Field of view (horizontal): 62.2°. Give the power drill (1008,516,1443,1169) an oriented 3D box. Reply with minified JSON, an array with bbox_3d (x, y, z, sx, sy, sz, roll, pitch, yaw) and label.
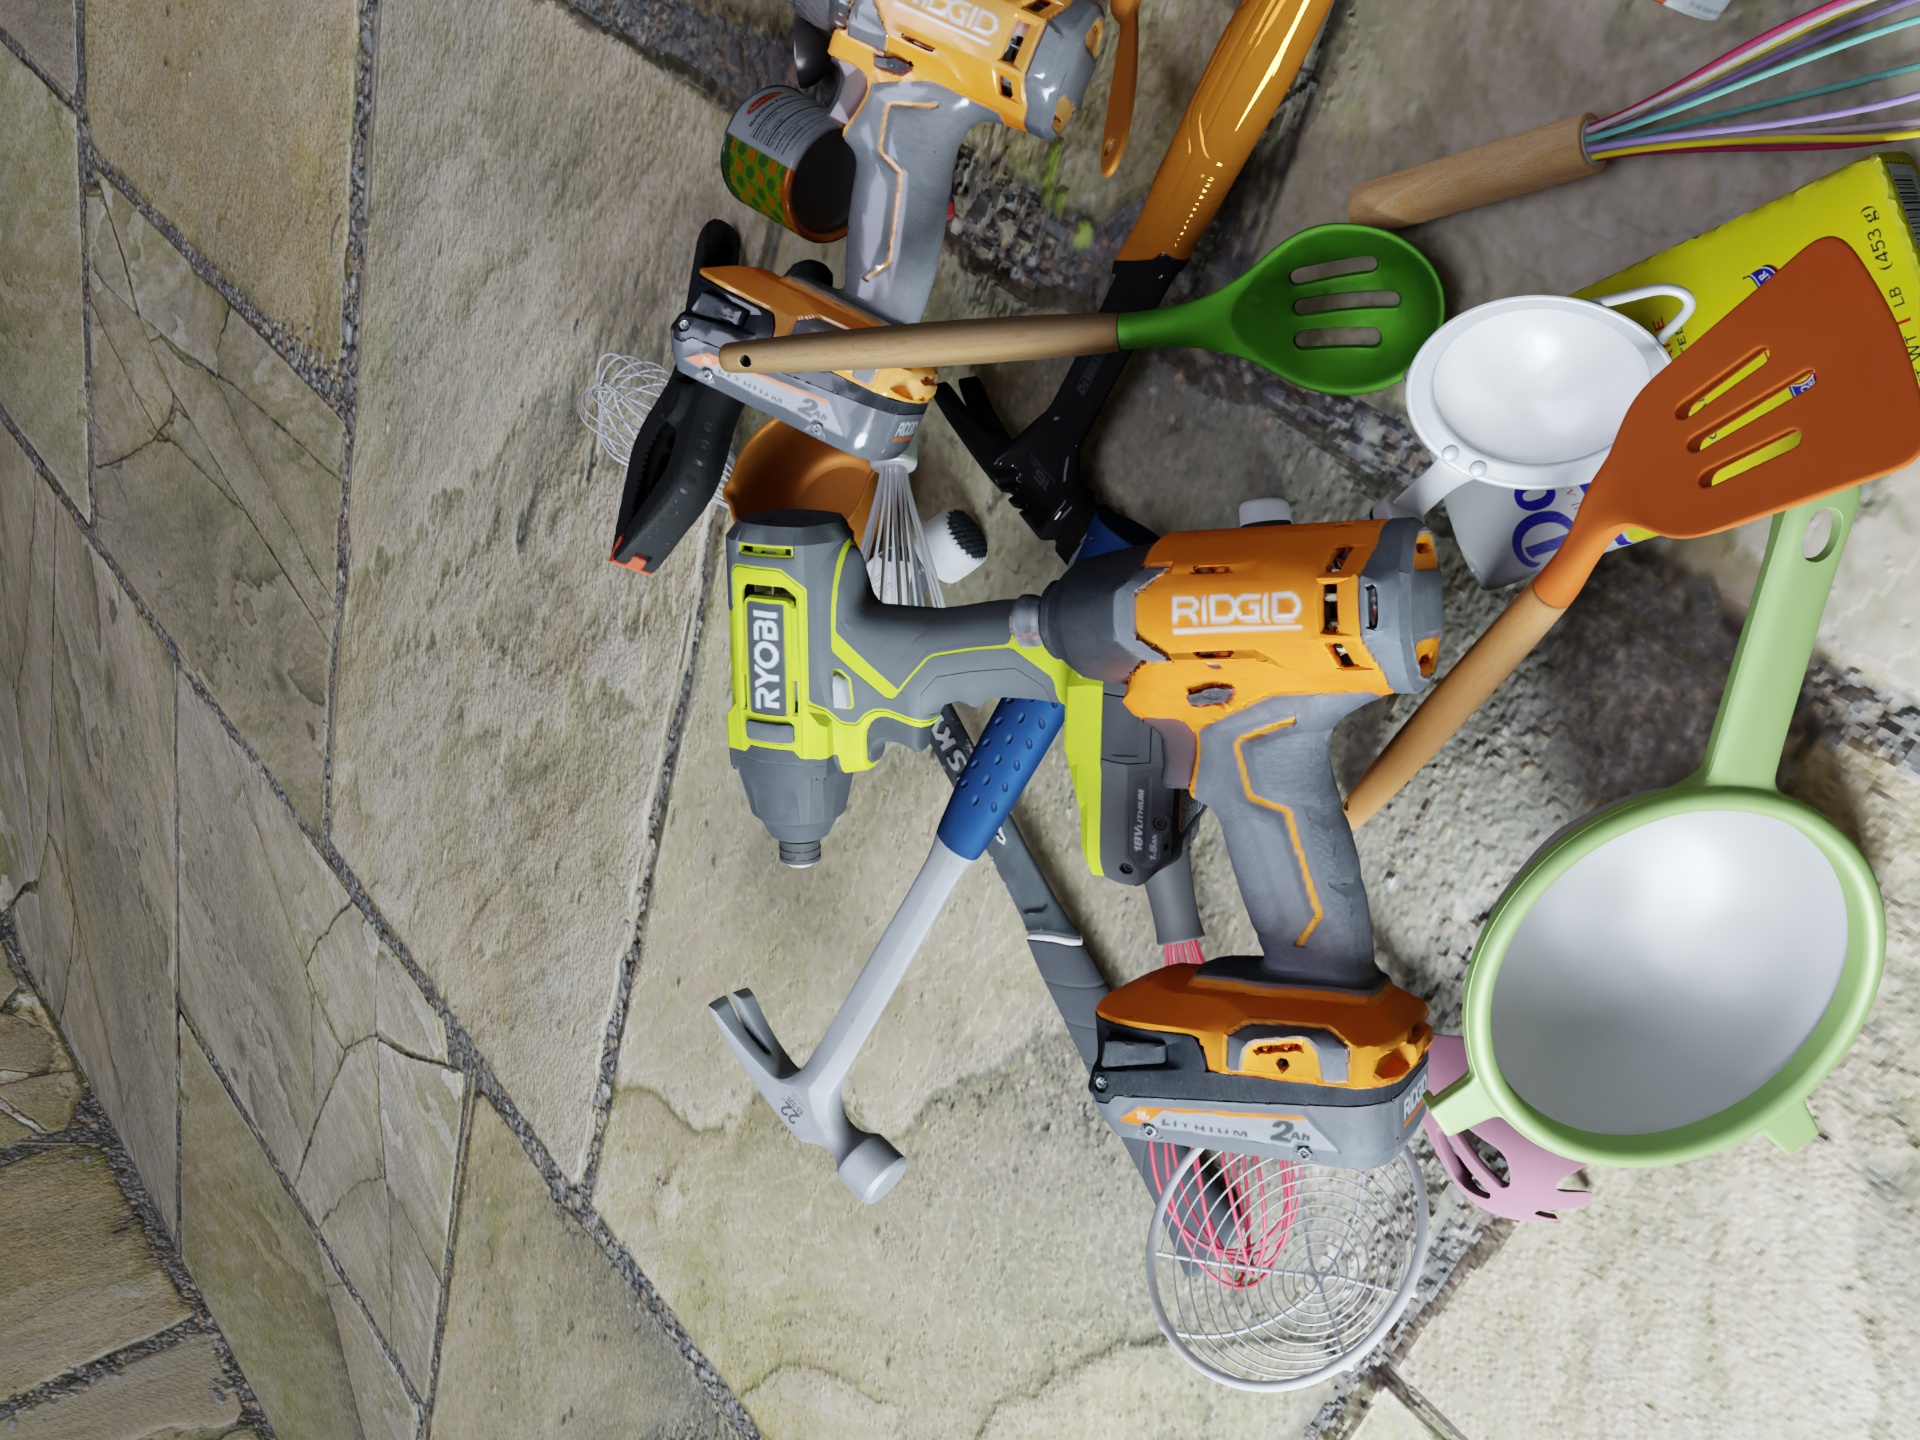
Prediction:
[{"bbox_3d":[0.097,0.041,0.602,0.164,0.084,0.226,0,96,29],"label":"power drill"}]

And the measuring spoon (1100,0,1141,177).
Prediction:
[{"bbox_3d":[0.066,-0.276,0.679,0.021,0.011,0.117,-39,37,54],"label":"measuring spoon"}]

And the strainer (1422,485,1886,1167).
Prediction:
[{"bbox_3d":[0.250,0.032,0.558,0.069,0.151,0.256,-109,25,-69],"label":"strainer"}]

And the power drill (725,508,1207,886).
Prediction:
[{"bbox_3d":[-0.001,-0.002,0.727,0.223,0.080,0.171,7,108,21],"label":"power drill"}]

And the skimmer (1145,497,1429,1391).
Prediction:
[{"bbox_3d":[0.127,0.085,0.670,0.127,0.090,0.363,-6,87,42],"label":"skimmer"}]

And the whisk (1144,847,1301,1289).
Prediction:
[{"bbox_3d":[0.110,0.125,0.766,0.073,0.073,0.296,-16,83,48],"label":"whisk"}]

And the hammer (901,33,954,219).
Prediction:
[{"bbox_3d":[-0.018,-0.432,0.732,0.143,0.038,0.386,-2,113,9],"label":"hammer"}]

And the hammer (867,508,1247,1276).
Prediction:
[{"bbox_3d":[0.036,0.099,0.842,0.149,0.036,0.409,-33,80,31],"label":"hammer"}]

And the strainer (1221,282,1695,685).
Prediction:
[{"bbox_3d":[0.166,-0.082,0.588,0.086,0.050,0.258,28,139,-12],"label":"strainer"}]

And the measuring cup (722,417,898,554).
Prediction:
[{"bbox_3d":[-0.078,-0.164,0.893,0.095,0.052,0.174,-8,69,22],"label":"measuring cup"}]

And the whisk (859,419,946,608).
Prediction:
[{"bbox_3d":[-0.034,-0.124,0.817,0.057,0.059,0.246,77,-168,-78],"label":"whisk"}]

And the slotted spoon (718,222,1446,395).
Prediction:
[{"bbox_3d":[0.042,-0.166,0.676,0.314,0.031,0.070,0,119,17],"label":"slotted spoon"}]

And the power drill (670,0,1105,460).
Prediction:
[{"bbox_3d":[-0.059,-0.258,0.742,0.185,0.084,0.226,27,106,6],"label":"power drill"}]

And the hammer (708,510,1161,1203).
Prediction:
[{"bbox_3d":[-0.011,0.069,0.823,0.144,0.035,0.405,40,119,21],"label":"hammer"}]

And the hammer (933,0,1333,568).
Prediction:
[{"bbox_3d":[0.088,-0.223,0.687,0.127,0.034,0.336,53,138,21],"label":"hammer"}]

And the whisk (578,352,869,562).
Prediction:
[{"bbox_3d":[-0.135,-0.139,0.957,0.285,0.070,0.070,39,128,27],"label":"whisk"}]

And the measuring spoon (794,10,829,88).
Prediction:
[{"bbox_3d":[-0.078,-0.400,0.842,0.018,0.034,0.124,2,101,2],"label":"measuring spoon"}]

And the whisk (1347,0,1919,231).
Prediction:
[{"bbox_3d":[0.236,-0.201,0.545,0.245,0.051,0.047,0,108,50],"label":"whisk"}]

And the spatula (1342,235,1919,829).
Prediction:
[{"bbox_3d":[0.210,-0.033,0.572,0.322,0.041,0.081,110,159,-60],"label":"spatula"}]

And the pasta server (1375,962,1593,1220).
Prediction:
[{"bbox_3d":[0.168,0.086,0.720,0.316,0.040,0.060,58,136,23],"label":"pasta server"}]
